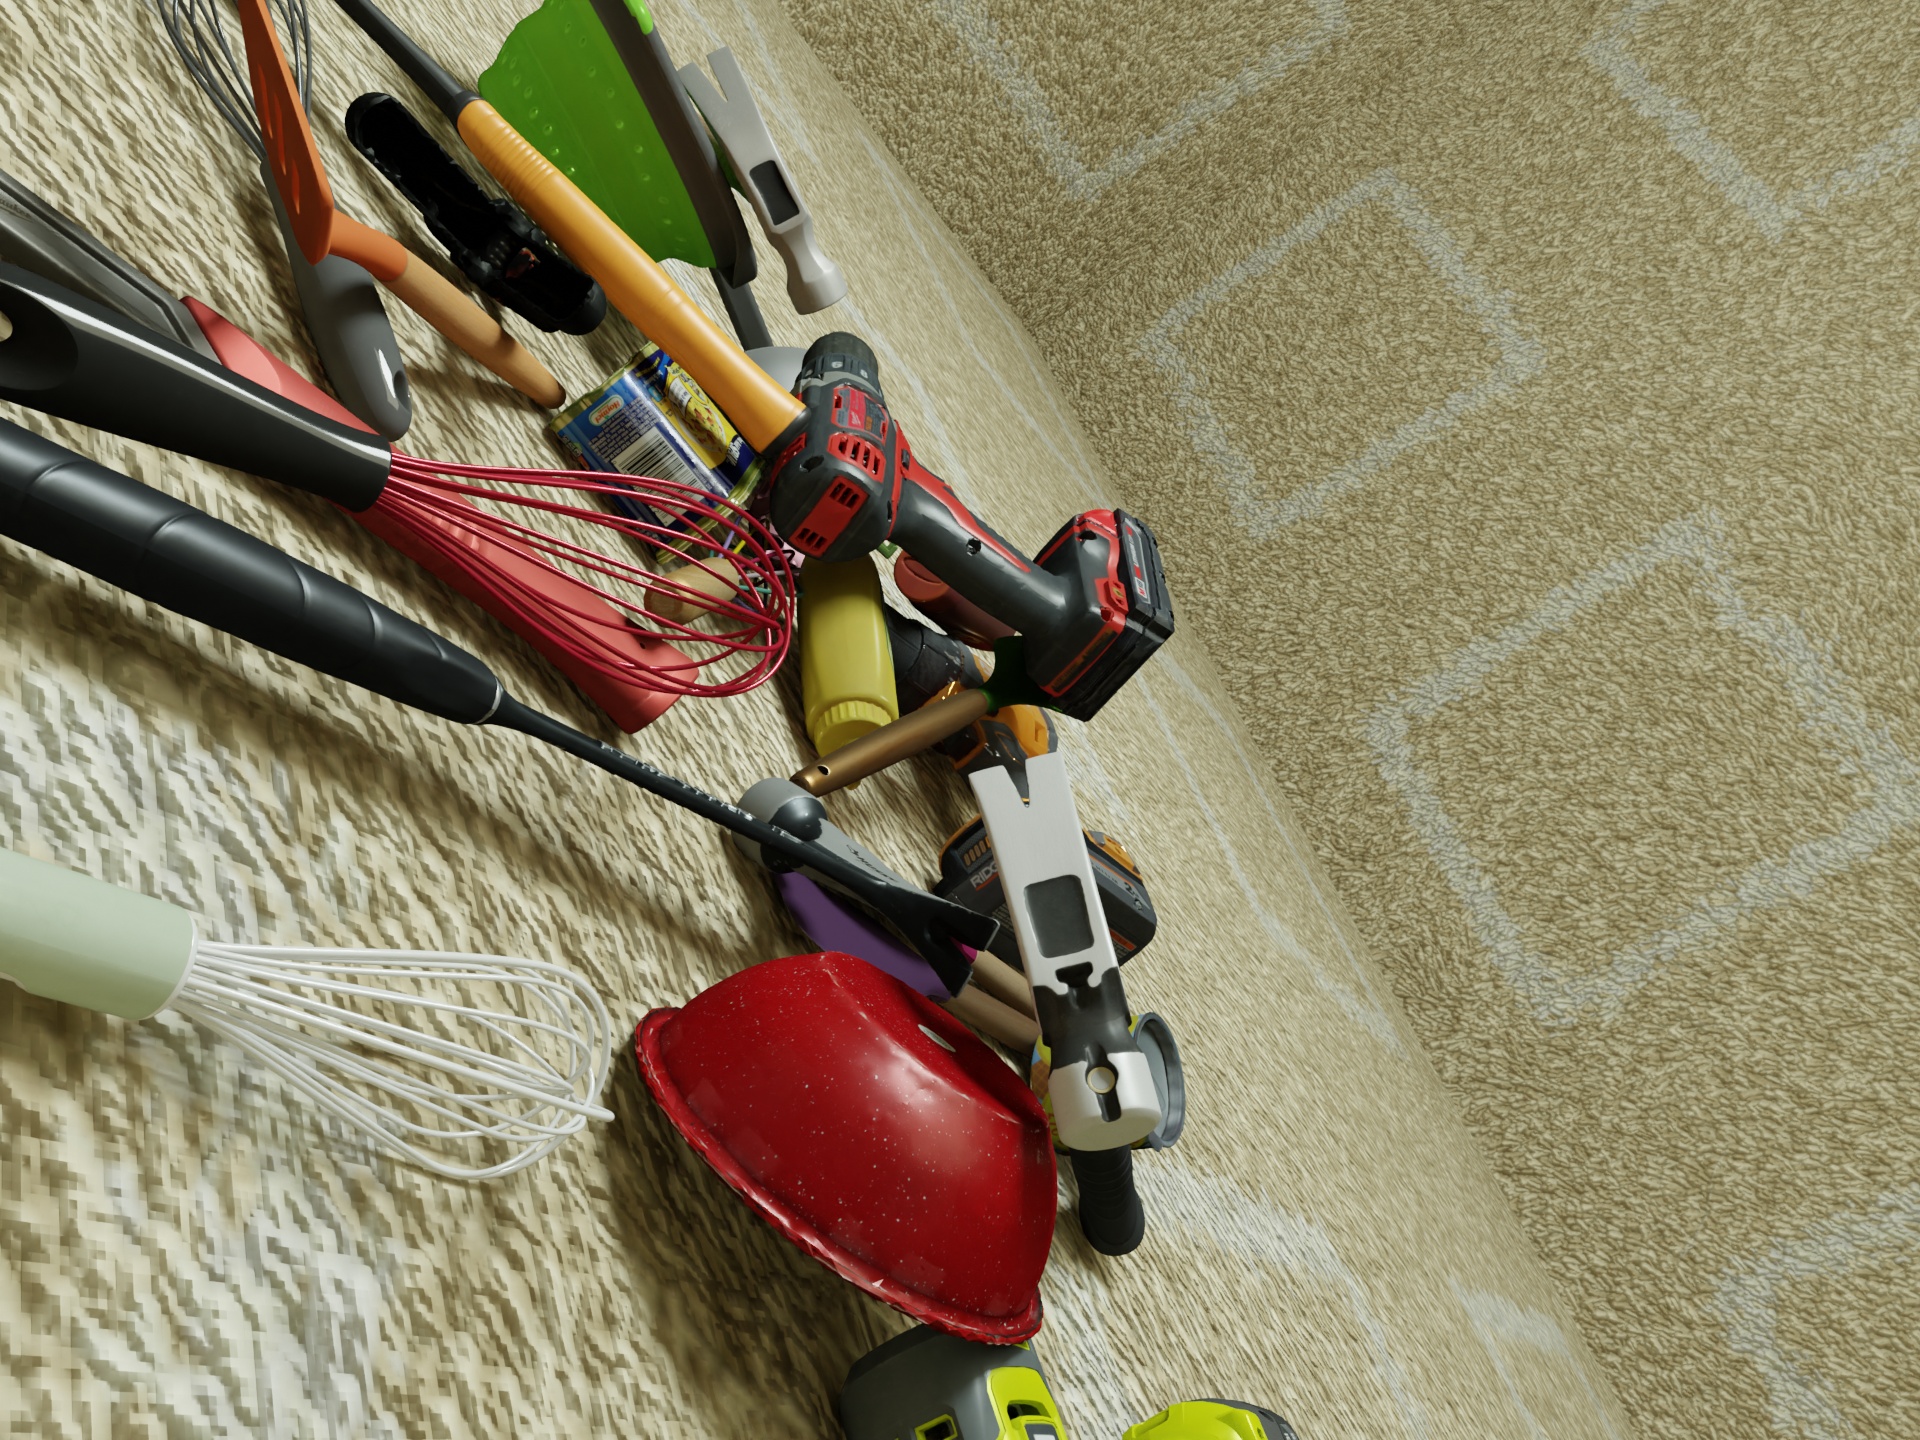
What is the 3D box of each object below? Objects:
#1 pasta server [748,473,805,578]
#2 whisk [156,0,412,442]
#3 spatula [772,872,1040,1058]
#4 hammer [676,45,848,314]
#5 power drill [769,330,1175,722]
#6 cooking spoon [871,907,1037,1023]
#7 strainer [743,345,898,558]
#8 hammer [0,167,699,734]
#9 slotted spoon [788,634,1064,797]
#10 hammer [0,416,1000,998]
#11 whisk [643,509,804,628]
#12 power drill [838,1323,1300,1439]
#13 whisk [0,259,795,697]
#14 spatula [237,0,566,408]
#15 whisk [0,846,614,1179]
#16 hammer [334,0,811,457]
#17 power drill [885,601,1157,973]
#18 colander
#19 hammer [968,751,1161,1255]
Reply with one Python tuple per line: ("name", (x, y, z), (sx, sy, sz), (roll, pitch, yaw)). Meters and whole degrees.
("pasta server", (-0.043, -0.059, 1.007), (0.315, 0.040, 0.060), (44, 54, -50))
("whisk", (-0.253, -0.207, 0.604), (0.239, 0.055, 0.055), (66, 15, 14))
("spatula", (0.006, 0.141, 0.779), (0.315, 0.018, 0.060), (40, 14, -49))
("hammer", (-0.140, -0.335, 0.942), (0.130, 0.031, 0.332), (64, -5, -30))
("power drill", (-0.001, -0.116, 0.861), (0.226, 0.080, 0.188), (29, 31, -22))
("cooking spoon", (0.014, 0.129, 0.818), (0.069, 0.017, 0.318), (27, -11, 39))
("strainer", (-0.108, -0.201, 0.947), (0.152, 0.069, 0.256), (51, 6, 24))
("hammer", (-0.213, -0.099, 0.517), (0.358, 0.036, 0.149), (41, 21, -47))
("slotted spoon", (-0.001, -0.003, 0.817), (0.070, 0.031, 0.314), (43, 26, 11))
("hammer", (-0.136, 0.000, 0.482), (0.149, 0.036, 0.408), (27, -3, 40))
("whisk", (-0.108, -0.061, 0.727), (0.051, 0.047, 0.245), (46, 8, -6))
("power drill", (0.062, 0.300, 0.511), (0.228, 0.080, 0.191), (36, 24, -50))
("whisk", (-0.158, -0.067, 0.472), (0.295, 0.073, 0.073), (21, 38, -47))
("spatula", (-0.194, -0.165, 0.590), (0.322, 0.041, 0.081), (42, 27, -85))
("whisk", (-0.165, 0.055, 0.340), (0.058, 0.059, 0.246), (21, -10, 41))
("hammer", (-0.194, -0.246, 0.707), (0.336, 0.034, 0.127), (44, -7, -13))
("power drill", (0.009, 0.030, 0.912), (0.185, 0.084, 0.226), (38, 19, -39))
("colander", (-0.188, -0.290, 0.946), (0.205, 0.094, 0.396), (61, -4, 21))
("hammer", (0.051, 0.146, 0.644), (0.334, 0.035, 0.146), (76, 0, -56))
